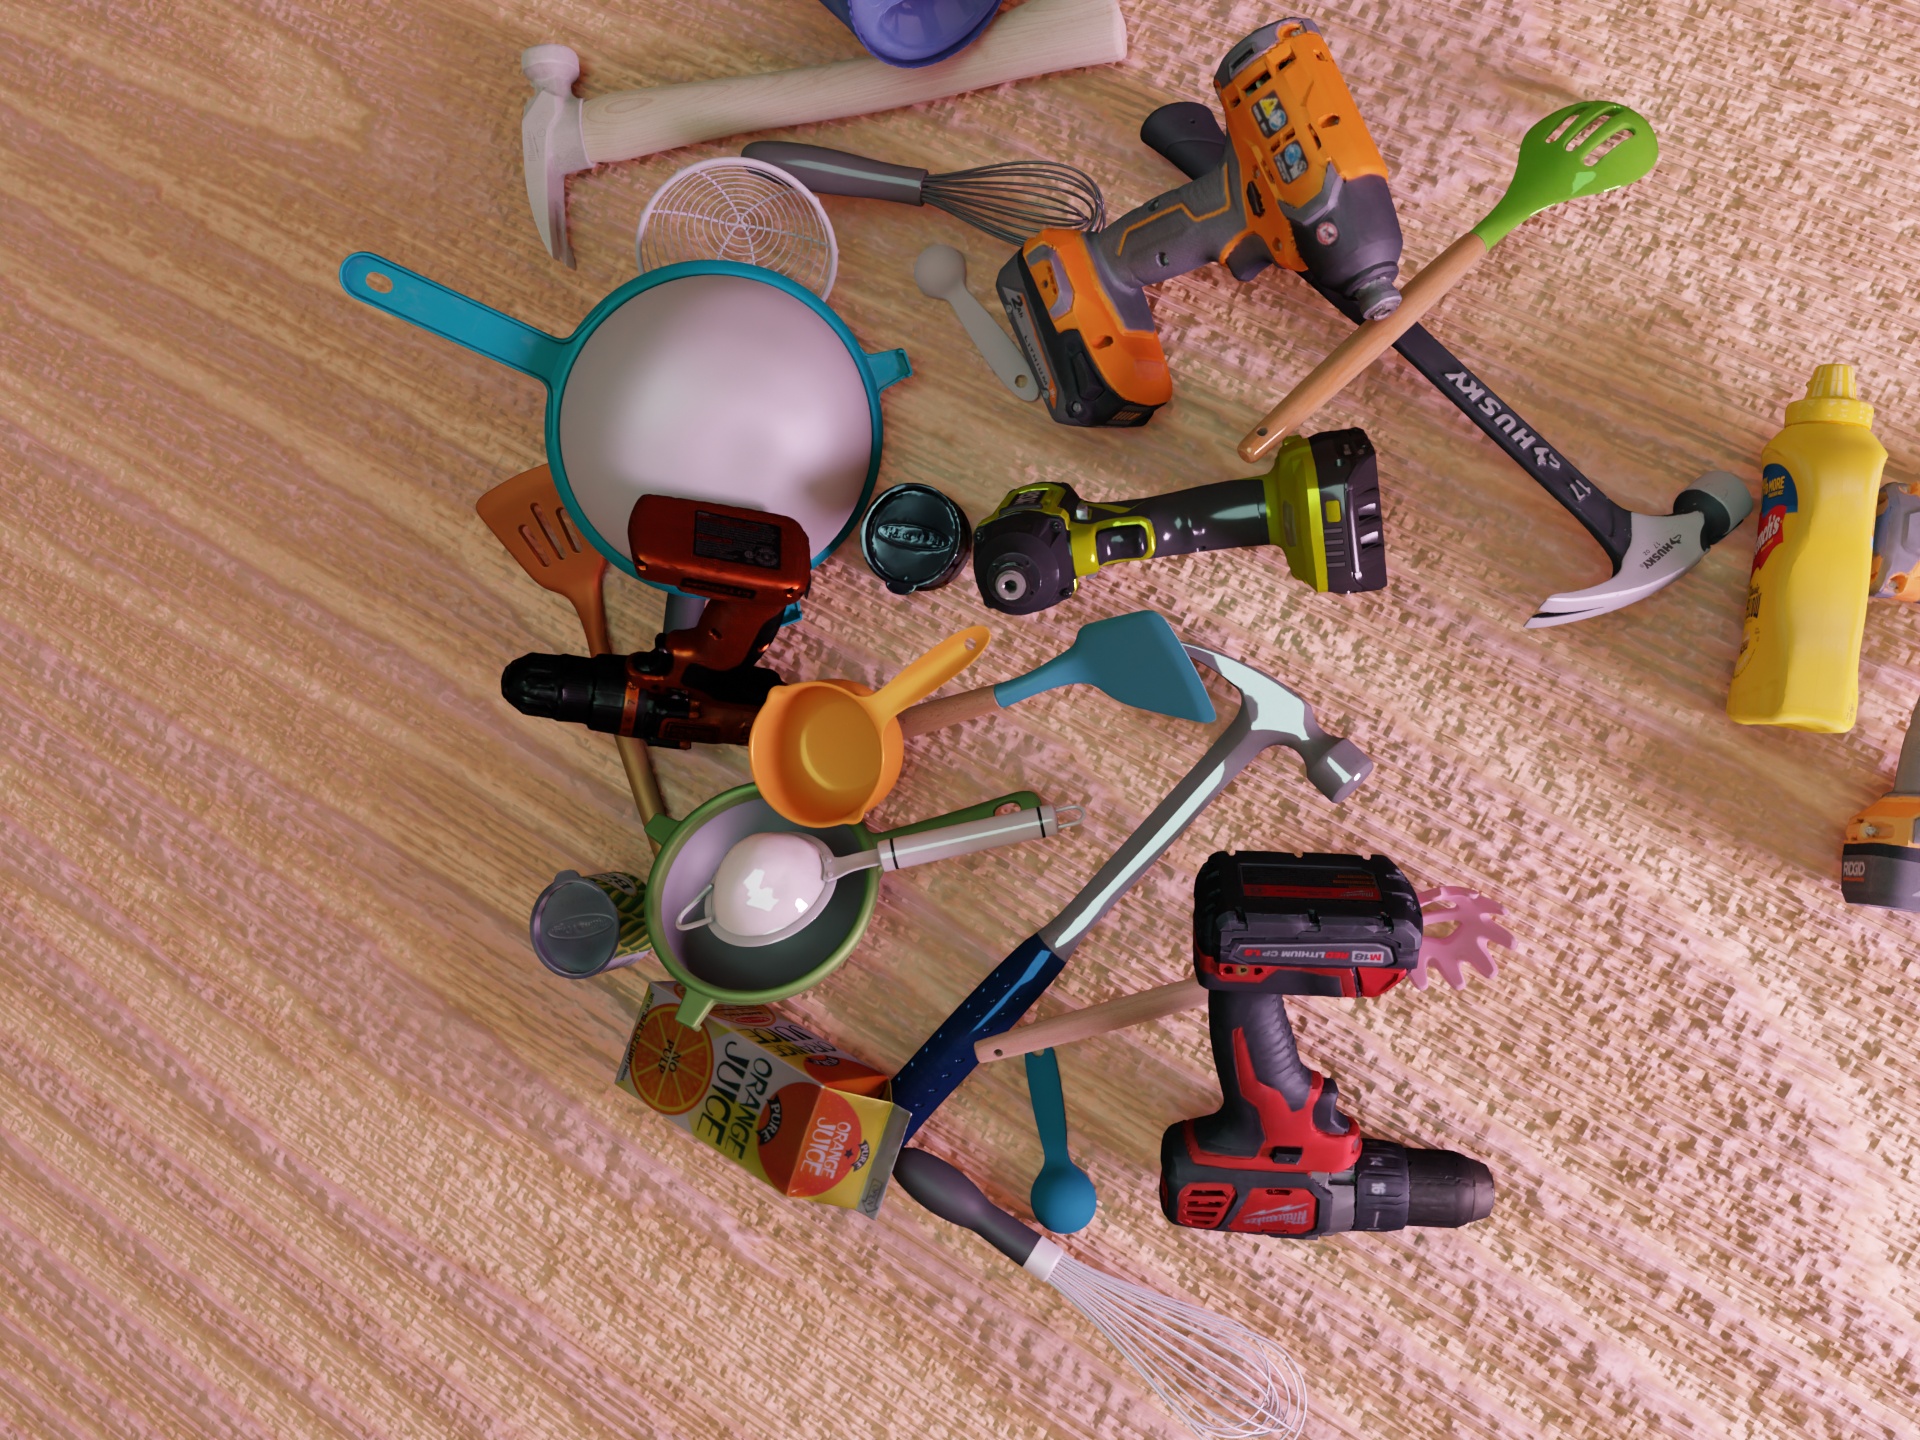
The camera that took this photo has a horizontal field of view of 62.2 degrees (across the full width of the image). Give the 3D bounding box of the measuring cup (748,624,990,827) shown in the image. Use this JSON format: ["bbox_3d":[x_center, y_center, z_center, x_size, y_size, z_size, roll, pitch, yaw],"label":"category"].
[{"bbox_3d":[-0.045,-0.005,0.950,0.173,0.052,0.095,-35,84,17],"label":"measuring cup"}]

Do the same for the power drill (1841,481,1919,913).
[{"bbox_3d":[0.559,-0.006,0.816,0.185,0.084,0.226,7,87,14],"label":"power drill"}]

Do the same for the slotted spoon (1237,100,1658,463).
[{"bbox_3d":[0.266,-0.245,0.871,0.314,0.031,0.070,-42,62,-9],"label":"slotted spoon"}]

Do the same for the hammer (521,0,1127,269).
[{"bbox_3d":[-0.096,-0.398,1.034,0.410,0.038,0.146,-5,89,16],"label":"hammer"}]

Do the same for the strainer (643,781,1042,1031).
[{"bbox_3d":[-0.068,0.102,1.007,0.256,0.069,0.152,-17,58,0],"label":"strainer"}]

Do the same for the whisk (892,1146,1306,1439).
[{"bbox_3d":[0.076,0.341,0.948,0.285,0.070,0.070,31,97,12],"label":"whisk"}]

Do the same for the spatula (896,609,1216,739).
[{"bbox_3d":[-0.002,-0.003,0.970,0.317,0.044,0.082,-16,123,27],"label":"spatula"}]

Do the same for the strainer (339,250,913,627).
[{"bbox_3d":[-0.197,-0.191,0.937,0.340,0.095,0.211,22,99,-21],"label":"strainer"}]

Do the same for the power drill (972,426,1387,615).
[{"bbox_3d":[0.120,-0.105,0.897,0.223,0.171,0.080,-7,107,12],"label":"power drill"}]

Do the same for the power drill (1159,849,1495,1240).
[{"bbox_3d":[0.208,0.191,0.883,0.188,0.080,0.226,2,112,5],"label":"power drill"}]

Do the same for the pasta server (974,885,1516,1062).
[{"bbox_3d":[0.160,0.155,0.926,0.316,0.040,0.060,-17,107,7],"label":"pasta server"}]

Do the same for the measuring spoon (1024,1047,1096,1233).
[{"bbox_3d":[0.054,0.254,0.983,0.042,0.021,0.129,-11,85,16],"label":"measuring spoon"}]

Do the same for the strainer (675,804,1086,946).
[{"bbox_3d":[-0.052,0.080,0.953,0.258,0.050,0.087,-12,44,1],"label":"strainer"}]

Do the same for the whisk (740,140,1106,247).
[{"bbox_3d":[-0.025,-0.334,0.992,0.239,0.055,0.055,13,93,9],"label":"whisk"}]

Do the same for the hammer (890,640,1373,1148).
[{"bbox_3d":[0.060,0.126,0.974,0.144,0.035,0.405,45,102,18],"label":"hammer"}]

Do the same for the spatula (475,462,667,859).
[{"bbox_3d":[-0.236,-0.013,1.064,0.081,0.041,0.323,-21,84,14],"label":"spatula"}]

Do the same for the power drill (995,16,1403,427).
[{"bbox_3d":[0.138,-0.253,0.892,0.226,0.084,0.164,-31,76,40],"label":"power drill"}]

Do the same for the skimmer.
[{"bbox_3d":[-0.162,-0.168,1.020,0.127,0.090,0.363,8,94,-13],"label":"skimmer"}]

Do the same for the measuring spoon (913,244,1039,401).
[{"bbox_3d":[0.011,-0.252,1.008,0.034,0.018,0.124,-38,80,12],"label":"measuring spoon"}]

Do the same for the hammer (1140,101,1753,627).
[{"bbox_3d":[0.249,-0.218,0.908,0.149,0.036,0.409,-35,72,-21],"label":"hammer"}]
